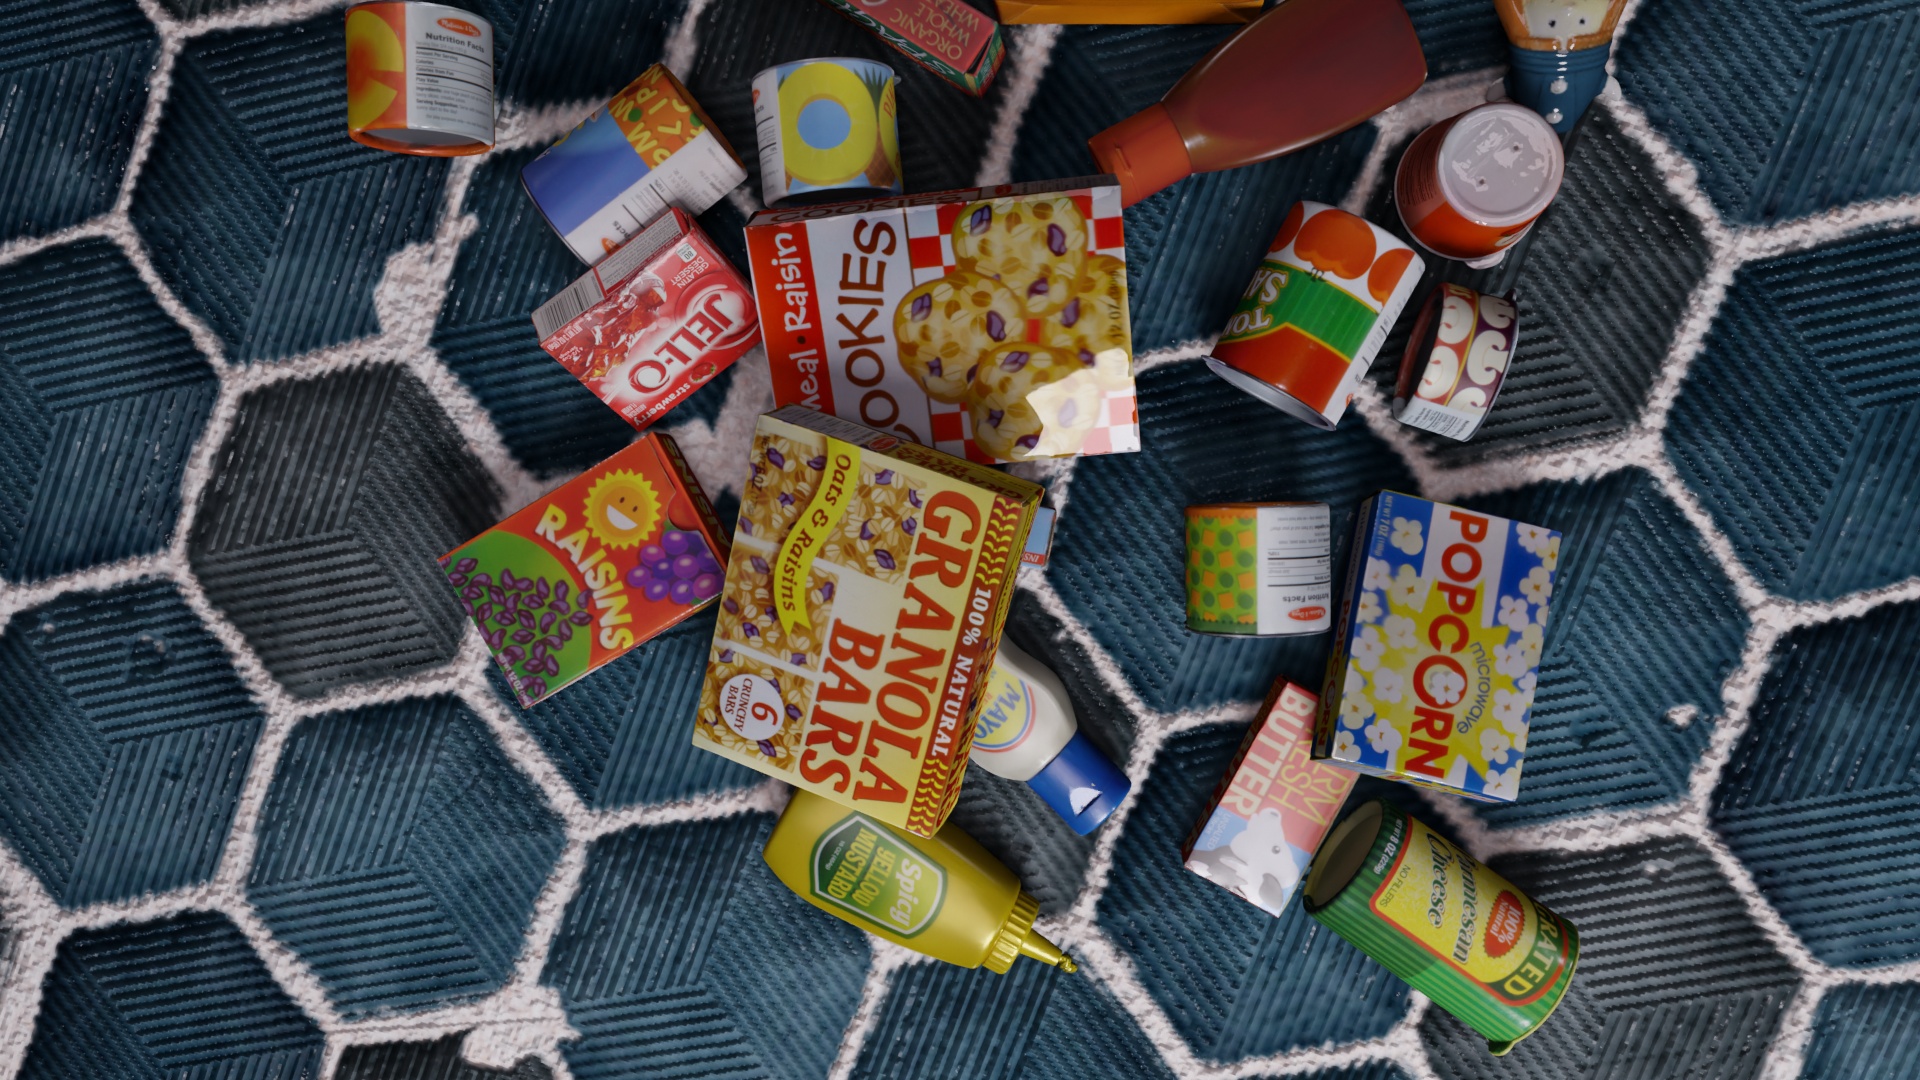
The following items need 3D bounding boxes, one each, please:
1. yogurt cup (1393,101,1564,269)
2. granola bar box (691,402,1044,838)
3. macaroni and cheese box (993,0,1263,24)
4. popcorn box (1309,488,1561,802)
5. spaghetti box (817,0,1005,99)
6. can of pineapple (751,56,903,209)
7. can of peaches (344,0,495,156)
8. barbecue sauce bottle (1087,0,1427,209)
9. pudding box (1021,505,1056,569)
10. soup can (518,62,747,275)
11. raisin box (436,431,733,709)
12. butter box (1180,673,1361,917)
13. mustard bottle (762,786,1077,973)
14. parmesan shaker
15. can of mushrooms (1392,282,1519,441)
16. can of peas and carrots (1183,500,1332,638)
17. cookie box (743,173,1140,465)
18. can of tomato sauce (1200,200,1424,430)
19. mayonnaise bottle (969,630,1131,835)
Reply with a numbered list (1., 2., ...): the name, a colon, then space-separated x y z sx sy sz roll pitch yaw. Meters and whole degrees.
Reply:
1. yogurt cup: 0.235 -0.163 0.624 0.072 0.054 0.072 0 93 5
2. granola bar box: -0.044 0.035 0.624 0.124 0.039 0.165 19 110 12
3. macaroni and cheese box: 0.079 -0.326 0.636 0.124 0.040 0.166 1 93 5
4. popcorn box: 0.215 0.048 0.631 0.085 0.038 0.127 13 81 0
5. spaghetti box: -0.090 -0.286 0.649 0.250 0.050 0.028 32 97 2
6. can of pineapple: -0.059 -0.186 0.643 0.071 0.071 0.058 -5 93 5
7. can of peaches: -0.257 -0.217 0.661 0.071 0.071 0.058 0 94 5
8. barbecue sauce bottle: 0.132 -0.202 0.637 0.148 0.044 0.065 -26 92 7
9. pudding box: 0.002 -0.008 0.655 0.084 0.050 0.030 10 93 5
10. soup can: -0.154 -0.174 0.653 0.084 0.071 0.071 -37 90 6
11. raisin box: -0.177 0.014 0.678 0.123 0.040 0.086 -29 89 5
12. butter box: 0.152 0.121 0.662 0.053 0.024 0.103 28 95 2
13. mustard bottle: -0.014 0.166 0.666 0.160 0.049 0.065 28 99 3
14. parmesan shaker: 0.217 0.175 0.636 0.103 0.071 0.071 34 96 2
15. can of mushrooms: 0.222 -0.083 0.624 0.033 0.071 0.071 17 95 5
16. can of peas and carrots: 0.134 0.012 0.638 0.071 0.071 0.058 -1 93 5
17. cookie box: -0.006 -0.097 0.640 0.167 0.040 0.122 -5 112 5
18. can of tomato sauce: 0.158 -0.102 0.628 0.071 0.071 0.083 29 95 3
19. mayonnaise bottle: 0.017 0.076 0.662 0.148 0.041 0.064 44 102 2
